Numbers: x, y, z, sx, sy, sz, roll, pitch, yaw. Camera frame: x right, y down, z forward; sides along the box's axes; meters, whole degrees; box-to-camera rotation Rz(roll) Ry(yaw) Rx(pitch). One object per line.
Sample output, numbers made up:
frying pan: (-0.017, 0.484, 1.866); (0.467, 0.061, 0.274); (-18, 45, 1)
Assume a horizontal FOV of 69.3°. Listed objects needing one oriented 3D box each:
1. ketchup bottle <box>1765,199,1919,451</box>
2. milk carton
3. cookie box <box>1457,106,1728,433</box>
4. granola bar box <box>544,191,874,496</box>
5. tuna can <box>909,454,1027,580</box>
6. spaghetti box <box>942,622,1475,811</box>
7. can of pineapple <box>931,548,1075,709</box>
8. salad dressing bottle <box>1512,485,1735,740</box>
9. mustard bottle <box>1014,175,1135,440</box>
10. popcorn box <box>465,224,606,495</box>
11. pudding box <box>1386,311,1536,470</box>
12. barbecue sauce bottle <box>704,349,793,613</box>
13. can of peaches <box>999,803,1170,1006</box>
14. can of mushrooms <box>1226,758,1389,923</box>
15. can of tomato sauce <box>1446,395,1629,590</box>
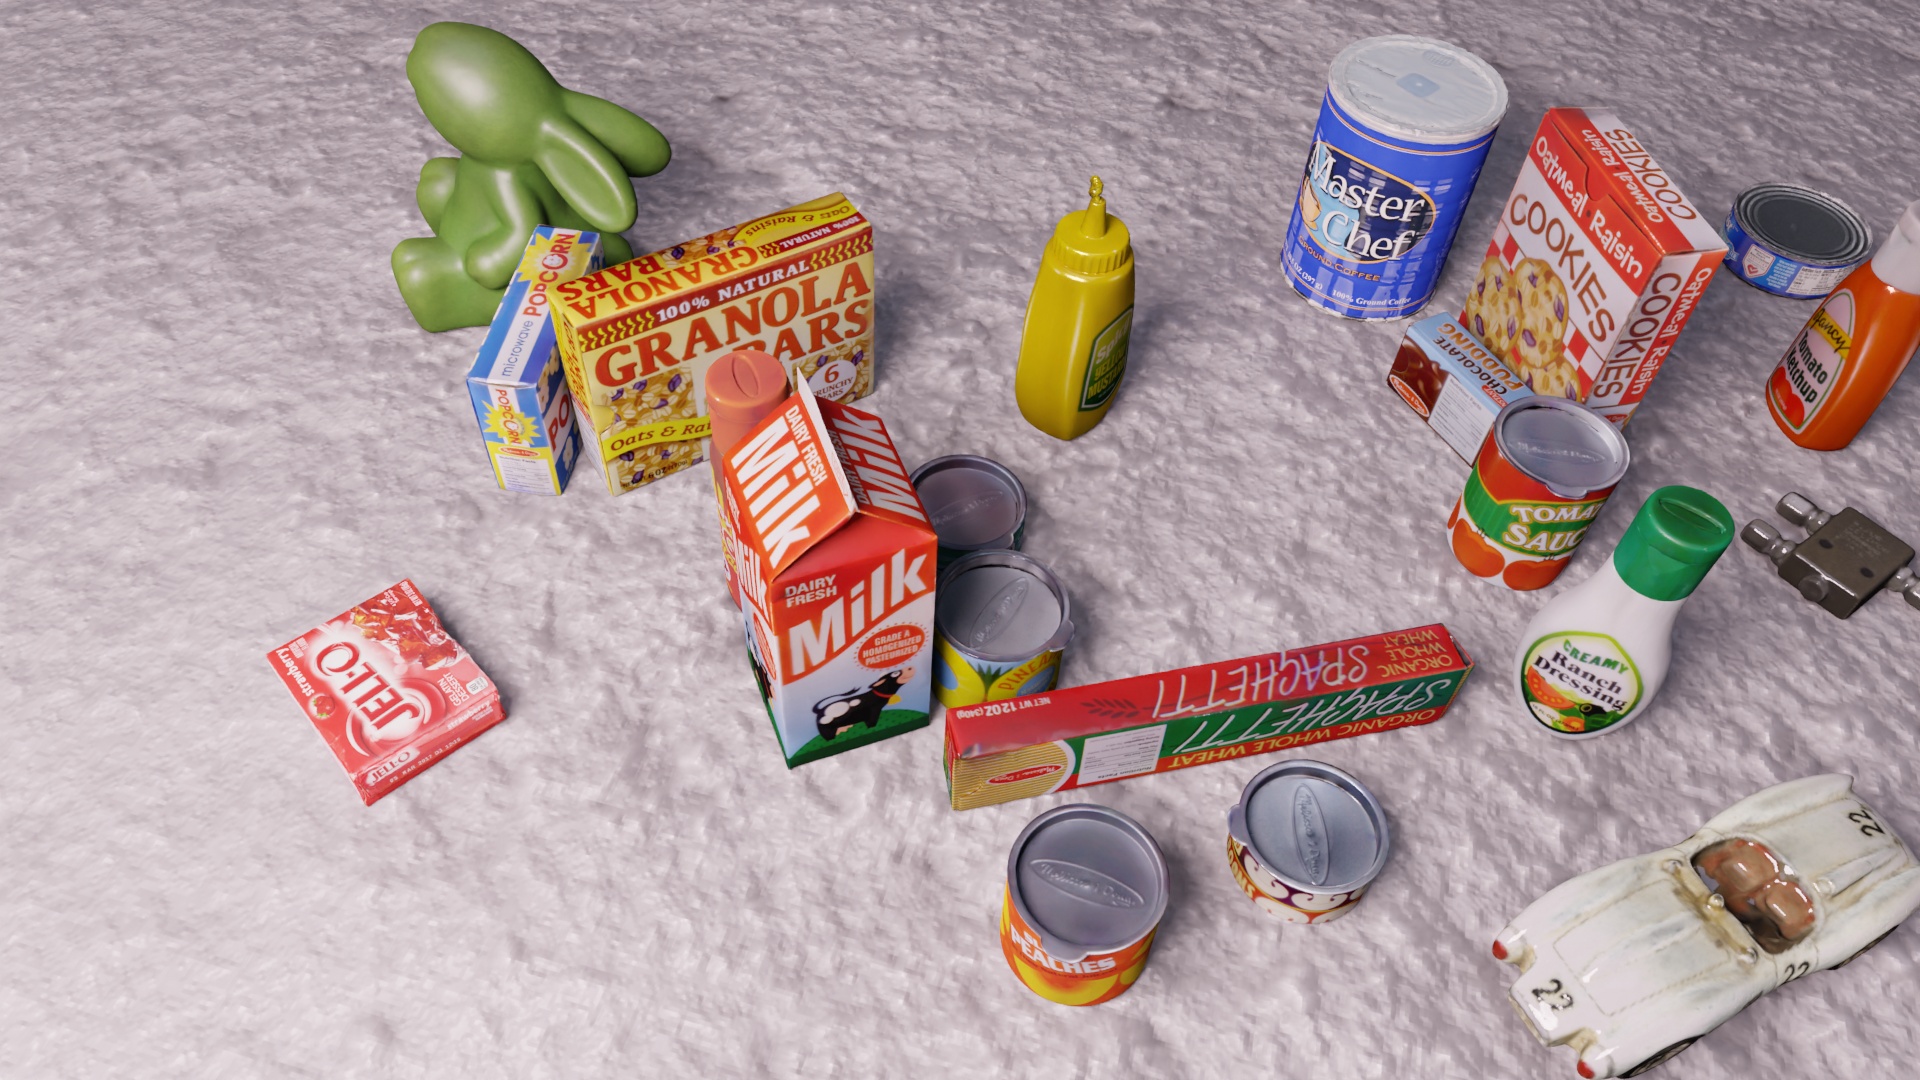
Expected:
ketchup bottle: (0.509, -0.121, 0.776); (0.043, 0.148, 0.065); (3, 50, 0)
milk carton: (-0.056, 0.015, 0.606); (0.073, 0.189, 0.072); (-16, 53, -15)
cookie box: (0.337, -0.133, 0.765); (0.040, 0.166, 0.123); (-8, 51, -9)
granola bar box: (-0.126, -0.104, 0.744); (0.166, 0.123, 0.039); (-25, 56, -22)
tuna can: (0.003, -0.009, 0.731); (0.071, 0.032, 0.071); (2, 50, -2)
spaghetti box: (0.115, 0.082, 0.650); (0.250, 0.049, 0.029); (-9, 52, -10)
can of pineapple: (0.018, 0.048, 0.668); (0.071, 0.057, 0.071); (2, 50, -2)
salad dressing bottle: (0.302, 0.035, 0.636); (0.064, 0.146, 0.044); (31, 56, 21)
mustard bottle: (0.065, -0.126, 0.749); (0.049, 0.159, 0.065); (32, 56, 21)
popcorn box: (-0.225, -0.099, 0.759); (0.038, 0.084, 0.127); (6, 50, 2)
pudding box: (0.288, -0.087, 0.800); (0.030, 0.049, 0.084); (-21, 55, -19)
barbecue sauce bottle: (-0.096, -0.025, 0.664); (0.044, 0.147, 0.065); (-14, 53, -14)
can of peaches: (0.049, 0.155, 0.581); (0.071, 0.057, 0.071); (2, 50, -2)
can of mushrooms: (0.152, 0.134, 0.620); (0.071, 0.033, 0.071); (2, 50, -2)
can of tomato sauce: (0.299, -0.022, 0.726); (0.071, 0.082, 0.071); (2, 50, -2)
